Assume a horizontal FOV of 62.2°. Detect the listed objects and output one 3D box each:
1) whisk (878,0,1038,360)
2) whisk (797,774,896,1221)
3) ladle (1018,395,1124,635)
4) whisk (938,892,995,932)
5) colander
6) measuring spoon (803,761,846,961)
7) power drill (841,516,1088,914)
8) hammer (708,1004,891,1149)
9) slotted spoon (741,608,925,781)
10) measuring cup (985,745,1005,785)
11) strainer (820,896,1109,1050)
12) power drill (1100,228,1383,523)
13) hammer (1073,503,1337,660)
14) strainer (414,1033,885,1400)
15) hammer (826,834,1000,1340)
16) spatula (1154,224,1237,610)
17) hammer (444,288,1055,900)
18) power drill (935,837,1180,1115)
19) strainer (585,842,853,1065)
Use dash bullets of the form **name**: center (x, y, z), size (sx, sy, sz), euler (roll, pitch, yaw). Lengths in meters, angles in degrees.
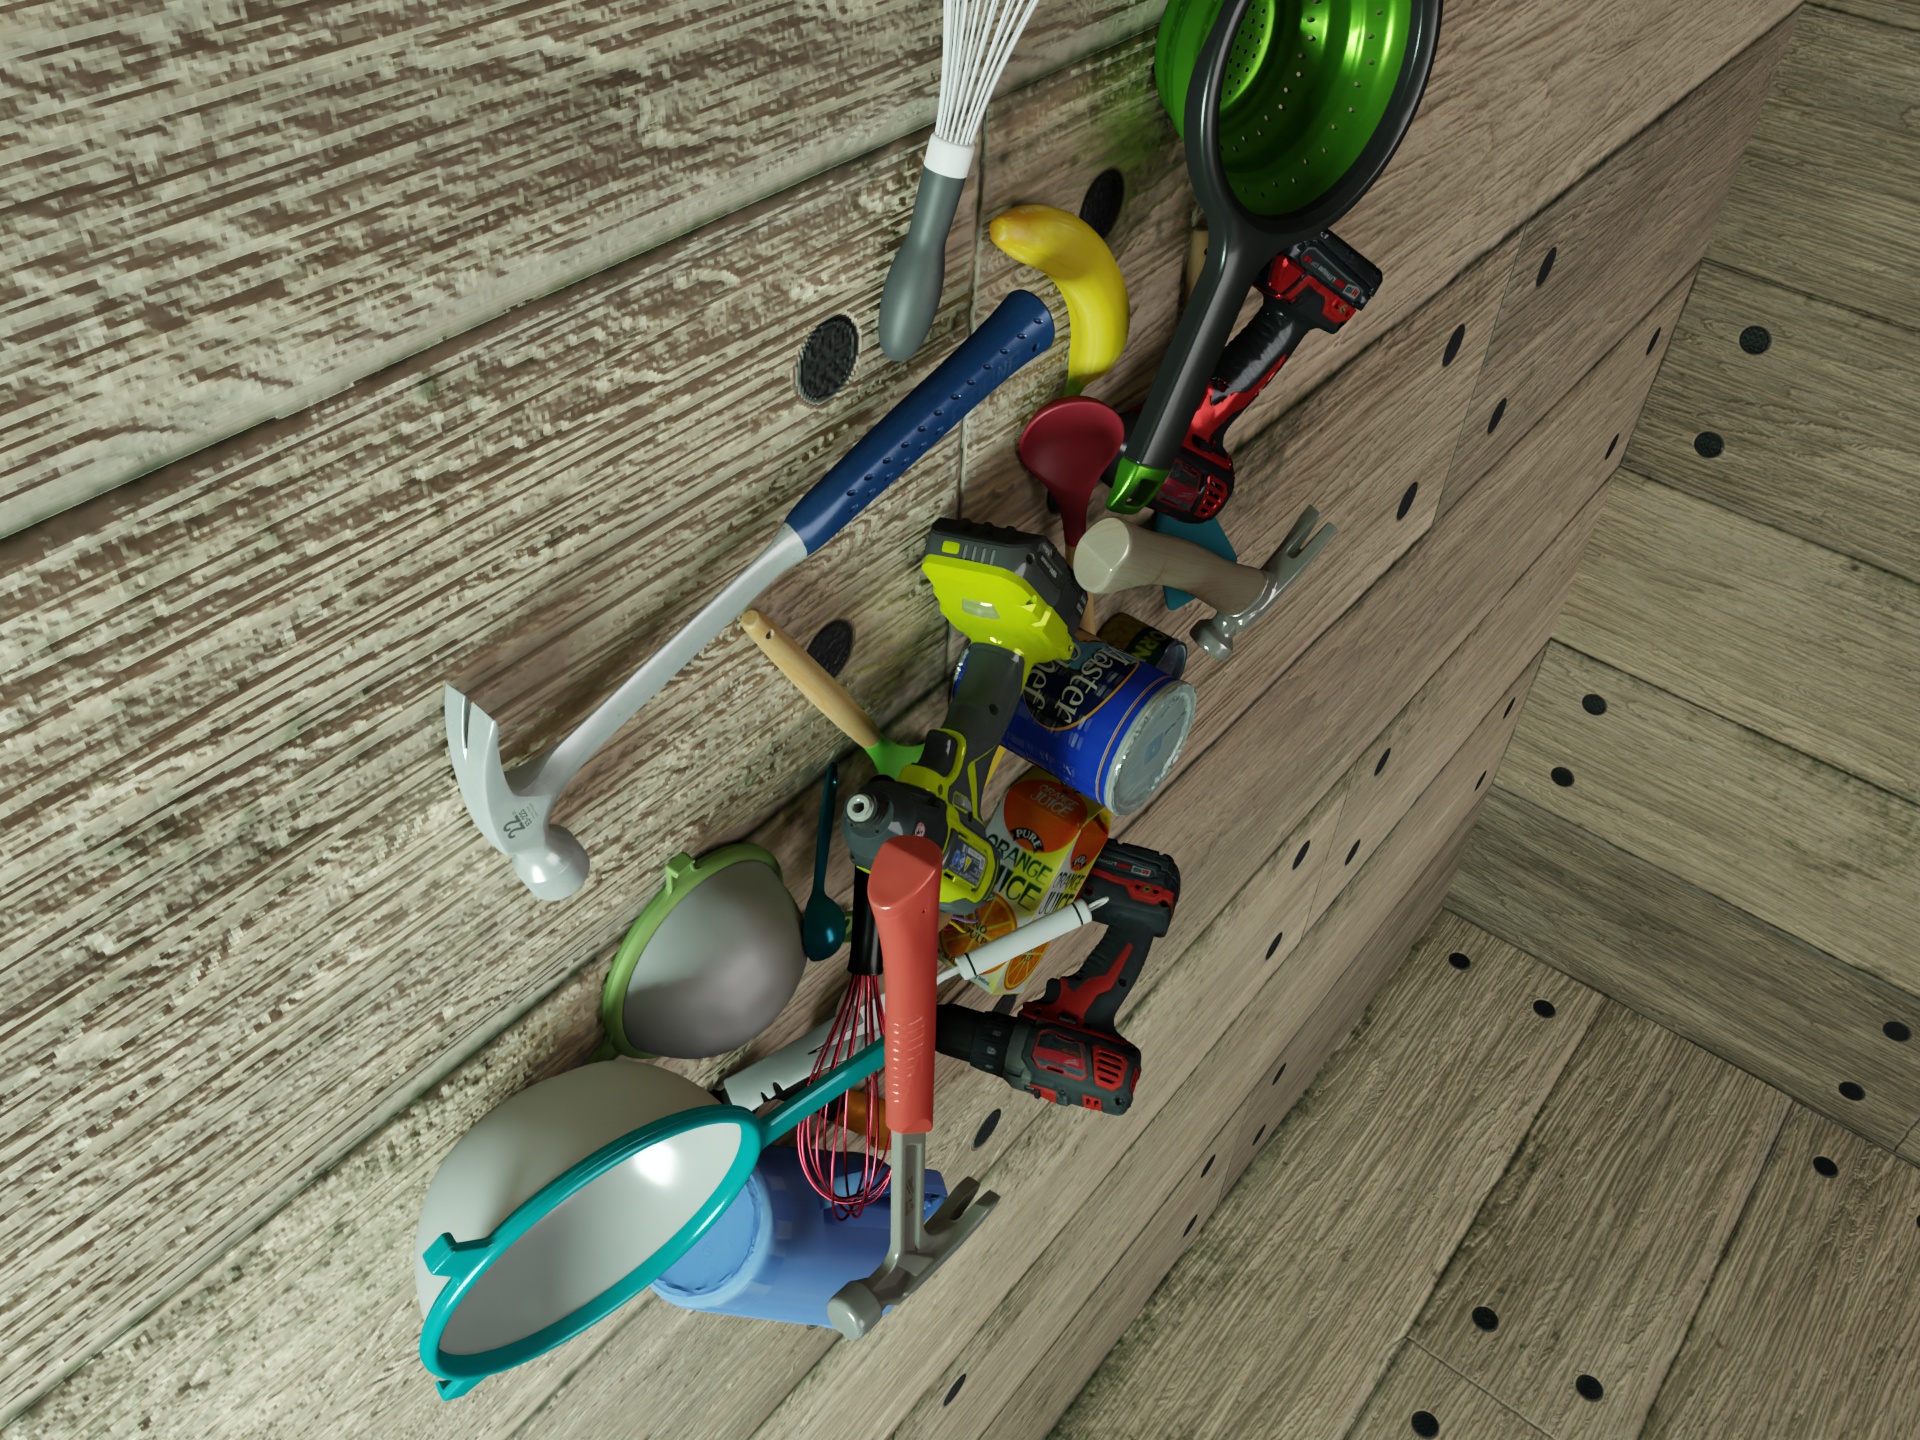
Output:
- **whisk**: center (0.004, -0.304, 0.766), size (0.070, 0.070, 0.284), euler (-29, 145, -48)
- **whisk**: center (-0.064, 0.181, 1.031), size (0.073, 0.073, 0.296), euler (-5, 102, -60)
- **ladle**: center (0.084, -0.107, 1.112), size (0.315, 0.069, 0.031), euler (80, 1, -49)
- **whisk**: center (-0.011, 0.136, 1.127), size (0.245, 0.051, 0.047), euler (3, 100, -83)
- **colander**: center (0.152, -0.320, 0.959), size (0.204, 0.095, 0.397), euler (0, 120, -47)
- **measuring spoon**: center (-0.078, 0.087, 0.993), size (0.042, 0.021, 0.129), euler (61, 31, -67)
- **power drill**: center (-0.002, -0.003, 0.978), size (0.171, 0.080, 0.223), euler (42, 64, -63)
- **hammer**: center (-0.084, 0.292, 1.221), size (0.127, 0.034, 0.336), euler (-30, 156, 1)
- **slotted spoon**: center (-0.067, 0.003, 0.992), size (0.070, 0.031, 0.313), euler (-54, 153, -8)
- **measuring cup**: center (0.041, 0.025, 1.208), size (0.156, 0.029, 0.062), euler (-58, 155, -10)
- **strainer**: center (-0.004, 0.188, 1.200), size (0.258, 0.050, 0.086), euler (-24, 153, -7)
- **power drill**: center (0.175, -0.244, 1.088), size (0.143, 0.079, 0.219), euler (14, 116, -47)
- **hammer**: center (0.177, -0.114, 1.147), size (0.146, 0.038, 0.410), euler (-49, 162, 16)
- **strainer**: center (-0.174, 0.234, 0.920), size (0.340, 0.095, 0.210), euler (-28, 151, -34)
- **hammer**: center (-0.025, 0.216, 0.968), size (0.149, 0.037, 0.358), euler (-34, 137, -42)
- **spatula**: center (0.177, -0.221, 1.183), size (0.082, 0.044, 0.317), euler (-34, 145, -24)
- **hammer**: center (-0.092, -0.088, 0.809), size (0.405, 0.035, 0.143), euler (-47, 152, -19)
- **power drill**: center (0.082, 0.210, 1.359), size (0.080, 0.188, 0.227), euler (80, 28, -60)
- **strainer**: center (-0.115, 0.155, 1.013), size (0.256, 0.069, 0.151), euler (1, 116, -60)
